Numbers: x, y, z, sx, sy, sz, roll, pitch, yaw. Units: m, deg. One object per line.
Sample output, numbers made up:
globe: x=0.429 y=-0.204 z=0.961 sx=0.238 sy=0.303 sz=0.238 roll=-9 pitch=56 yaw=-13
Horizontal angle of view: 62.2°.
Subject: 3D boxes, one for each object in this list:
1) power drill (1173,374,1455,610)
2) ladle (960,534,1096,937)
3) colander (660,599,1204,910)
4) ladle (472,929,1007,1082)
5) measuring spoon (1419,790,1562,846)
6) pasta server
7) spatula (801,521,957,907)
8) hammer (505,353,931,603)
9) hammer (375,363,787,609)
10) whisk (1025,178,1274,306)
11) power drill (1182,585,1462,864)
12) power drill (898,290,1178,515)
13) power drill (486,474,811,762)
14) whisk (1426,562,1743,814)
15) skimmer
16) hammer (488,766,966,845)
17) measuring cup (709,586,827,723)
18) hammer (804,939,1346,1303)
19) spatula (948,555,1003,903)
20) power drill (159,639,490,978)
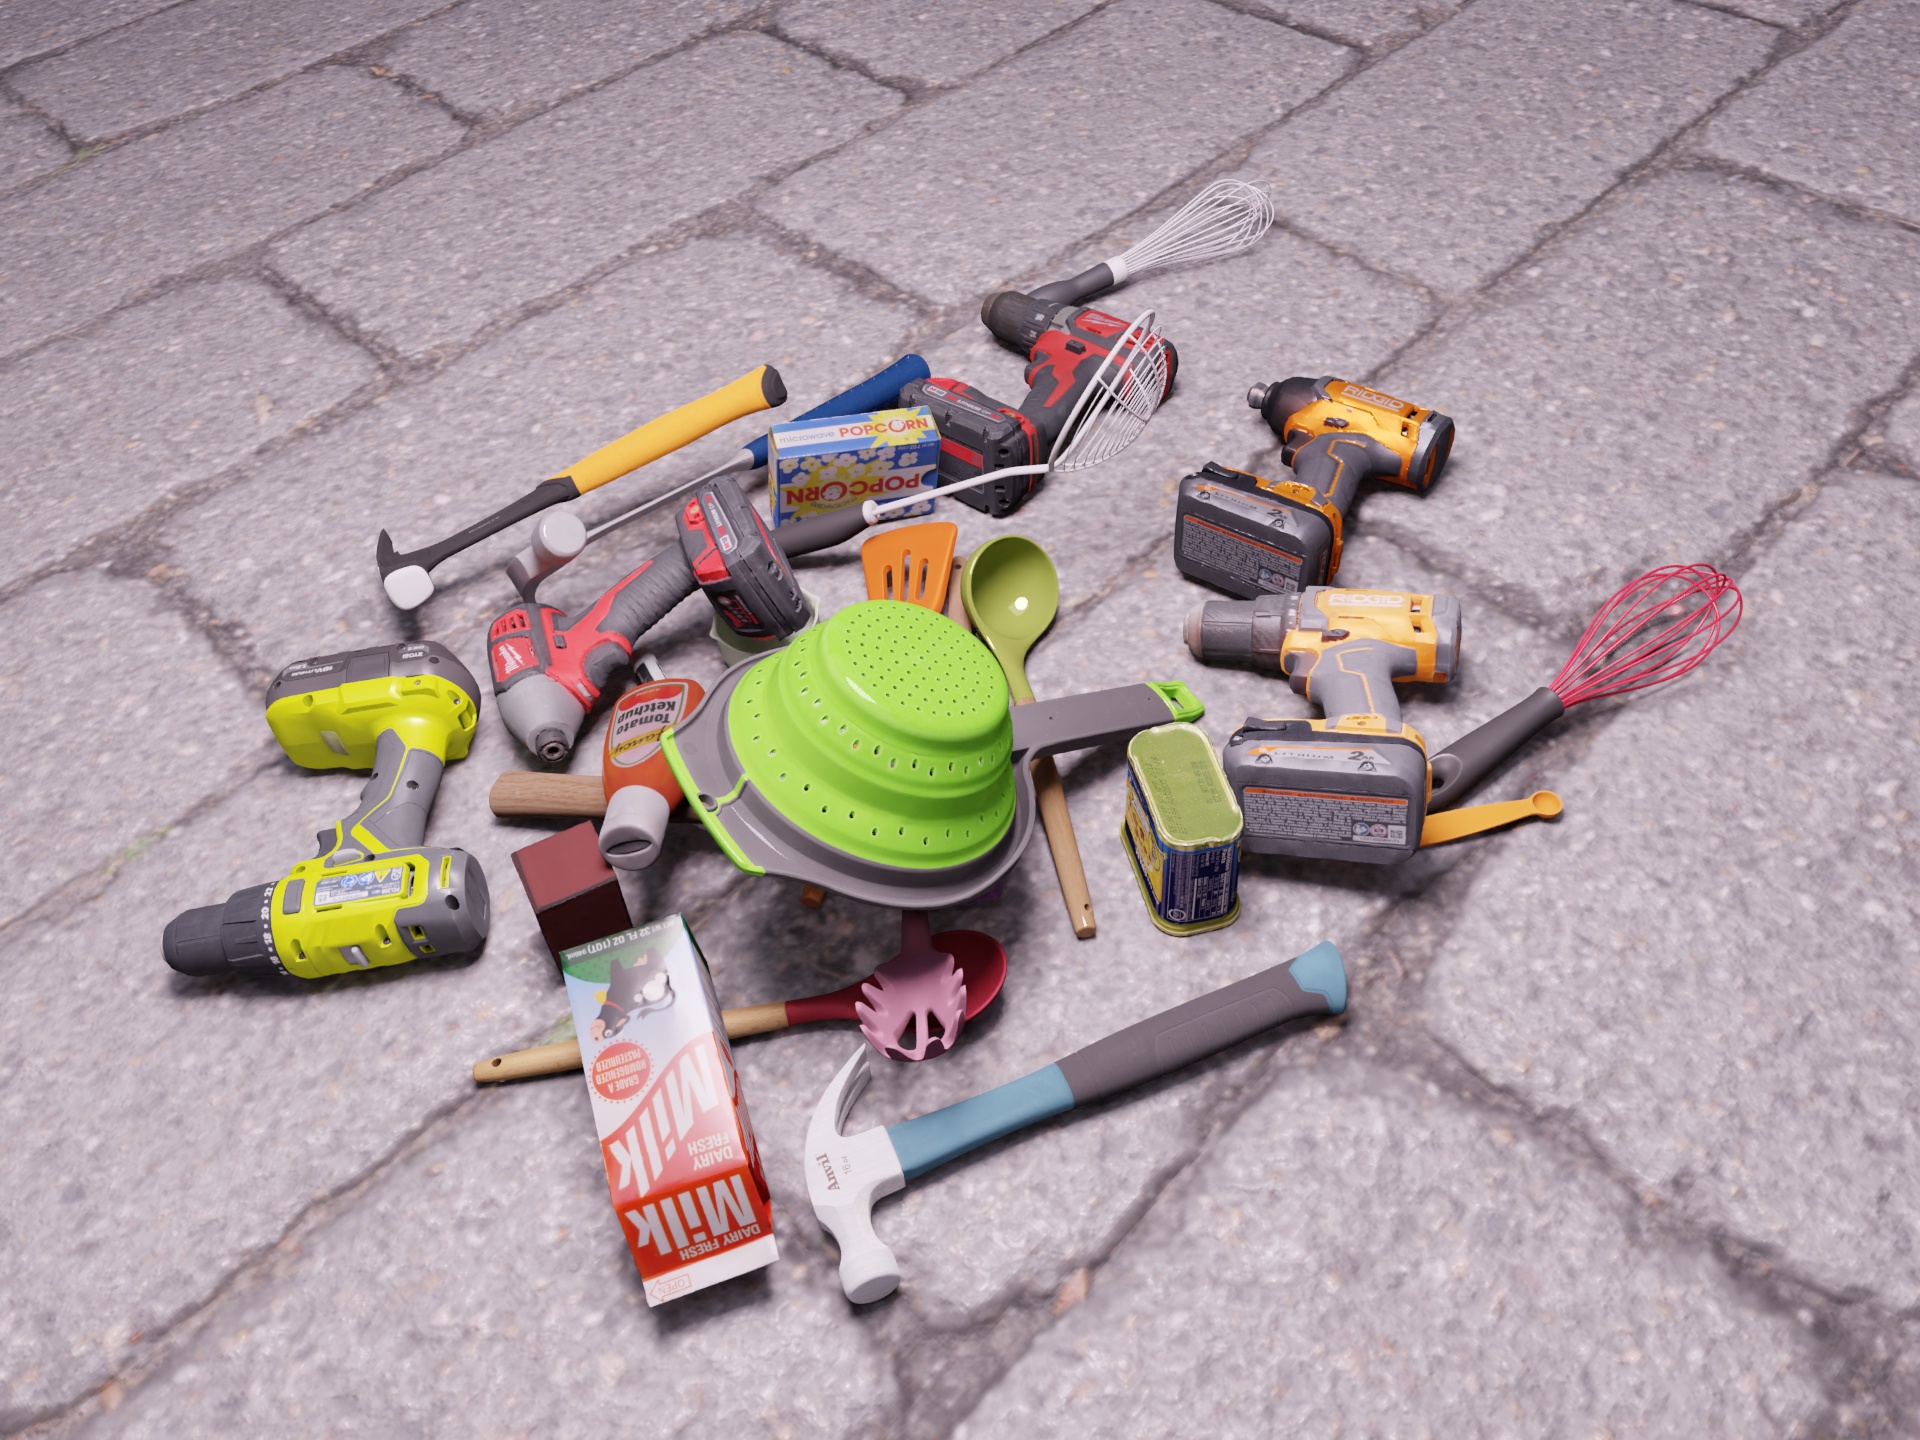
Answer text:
power drill: x=0.251 y=-0.186 z=1.199 sx=0.164 sy=0.084 sz=0.226 roll=26 pitch=50 yaw=27
ladle: x=0.055 y=0.001 z=1.056 sx=0.078 sy=0.062 sz=0.321 roll=16 pitch=42 yaw=-30
colander: x=0.023 y=-0.012 z=0.945 sx=0.397 sy=0.094 sz=0.205 roll=-11 pitch=51 yaw=-40
ladle: x=-0.127 y=0.176 z=0.927 sx=0.315 sy=0.031 sz=0.069 roll=-10 pitch=42 yaw=-2
measuring spoon: x=0.322 y=0.065 z=1.002 sx=0.117 sy=0.011 sz=0.021 roll=-13 pitch=48 yaw=-2
pasta server: x=-0.030 y=0.088 z=0.963 sx=0.060 sy=0.040 sz=0.317 roll=-9 pitch=37 yaw=4
spatula: x=-0.063 y=-0.012 z=1.087 sx=0.081 sy=0.041 sz=0.323 roll=-8 pitch=45 yaw=25
hammer: x=-0.180 y=-0.199 z=1.246 sx=0.405 sy=0.144 sz=0.035 roll=-35 pitch=96 yaw=-34
hammer: x=-0.288 y=-0.188 z=1.219 sx=0.337 sy=0.034 sz=0.127 roll=-29 pitch=29 yaw=-10
whisk: x=0.167 y=-0.421 z=1.448 sx=0.284 sy=0.070 sz=0.070 roll=-29 pitch=51 yaw=-14
power drill: x=0.222 y=-0.012 z=1.027 sx=0.185 sy=0.084 sz=0.226 roll=4 pitch=38 yaw=19
power drill: x=0.045 y=-0.277 z=1.306 sx=0.188 sy=0.080 sz=0.227 roll=30 pitch=53 yaw=29
power drill: x=-0.222 y=-0.062 z=1.093 sx=0.219 sy=0.078 sz=0.143 roll=-31 pitch=43 yaw=3
whisk: x=0.403 y=-0.022 z=1.046 sx=0.296 sy=0.073 sz=0.073 roll=-32 pitch=52 yaw=-15
skimmer: x=-0.019 y=-0.196 z=1.153 sx=0.363 sy=0.090 sz=0.127 roll=-15 pitch=12 yaw=19
hammer: x=-0.150 y=0.050 z=1.008 sx=0.331 sy=0.031 sz=0.130 roll=1 pitch=36 yaw=20
measuring cup: x=-0.119 y=-0.032 z=1.115 sx=0.083 sy=0.038 sz=0.168 roll=-20 pitch=50 yaw=-13
hammer: x=0.070 y=0.199 z=0.883 sx=0.331 sy=0.033 sz=0.128 roll=-19 pitch=49 yaw=-13
spatula: x=-0.002 y=-0.003 z=1.089 sx=0.060 sy=0.018 sz=0.316 roll=-4 pitch=47 yaw=4
power drill: x=-0.400 y=0.063 z=1.025 sx=0.190 sy=0.080 sz=0.229 roll=-9 pitch=49 yaw=-1
